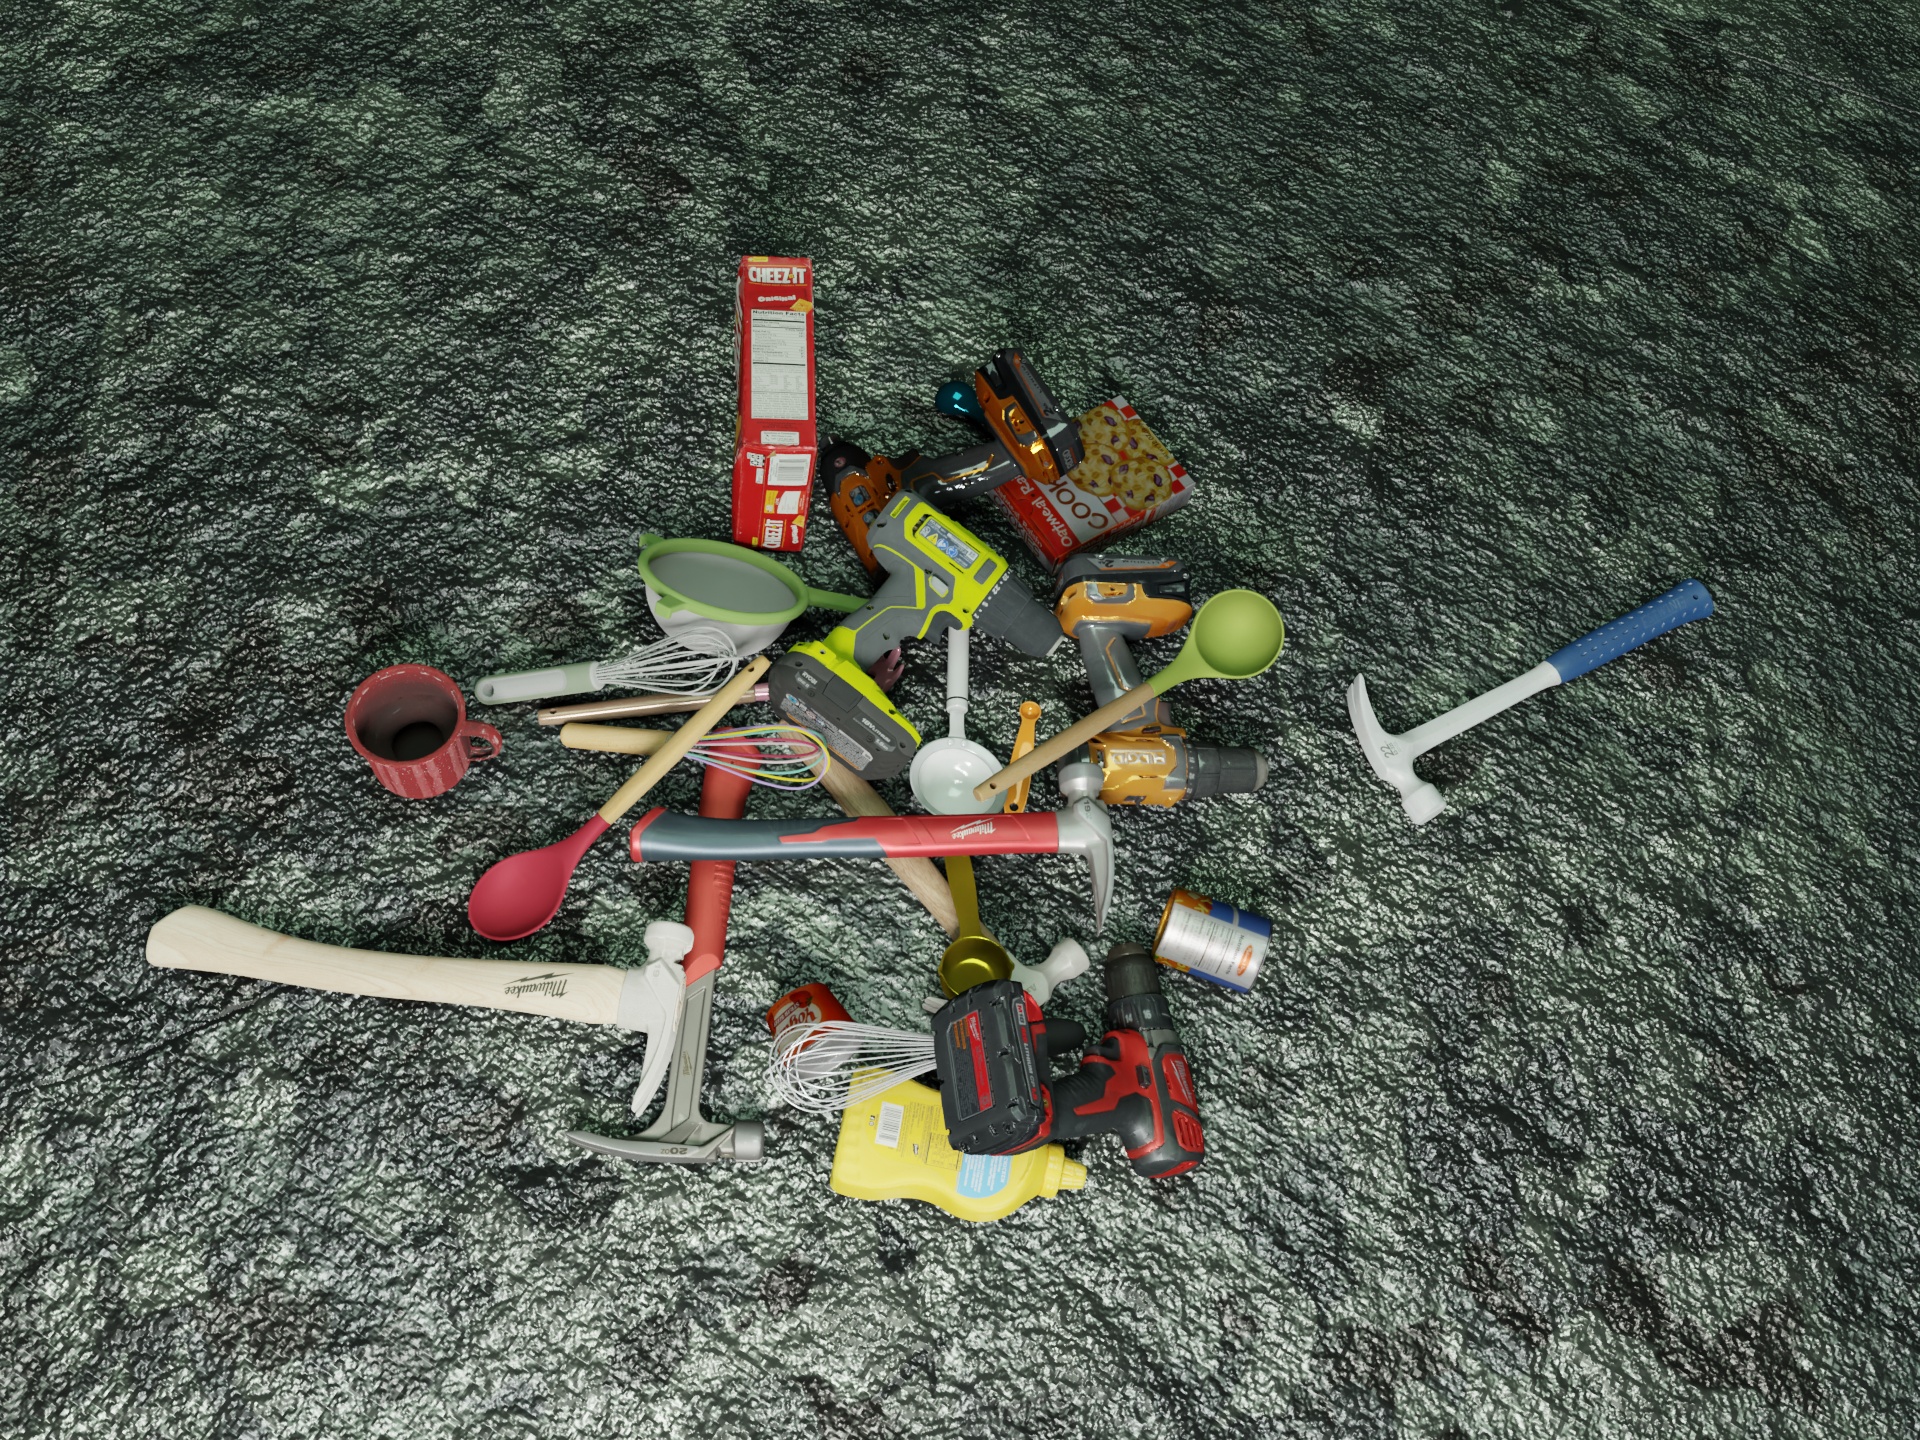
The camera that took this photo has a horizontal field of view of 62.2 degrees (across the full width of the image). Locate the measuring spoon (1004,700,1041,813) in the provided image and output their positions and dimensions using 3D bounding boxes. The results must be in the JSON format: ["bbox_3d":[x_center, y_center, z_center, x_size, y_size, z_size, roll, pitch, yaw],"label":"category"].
[{"bbox_3d":[0.054,0.037,1.403,0.021,0.011,0.117,11,66,-1],"label":"measuring spoon"}]

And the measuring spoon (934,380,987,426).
[{"bbox_3d":[0.026,-0.300,1.538,0.129,0.021,0.042,33,58,31],"label":"measuring spoon"}]

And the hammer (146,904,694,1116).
[{"bbox_3d":[-0.419,0.205,1.216,0.410,0.038,0.146,6,64,2],"label":"hammer"}]

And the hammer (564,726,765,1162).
[{"bbox_3d":[-0.216,0.172,1.282,0.149,0.036,0.359,6,63,-5],"label":"hammer"}]

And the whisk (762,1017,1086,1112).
[{"bbox_3d":[-0.020,0.254,1.221,0.284,0.070,0.070,1,61,-32],"label":"whisk"}]

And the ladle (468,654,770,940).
[{"bbox_3d":[-0.270,0.059,1.285,0.315,0.031,0.069,-44,71,-3],"label":"ladle"}]

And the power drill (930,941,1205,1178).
[{"bbox_3d":[0.089,0.251,1.219,0.226,0.080,0.188,16,53,-38],"label":"power drill"}]

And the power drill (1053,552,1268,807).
[{"bbox_3d":[0.174,-0.031,1.416,0.185,0.084,0.226,1,67,-10],"label":"power drill"}]

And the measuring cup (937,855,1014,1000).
[{"bbox_3d":[0.004,0.164,1.292,0.062,0.029,0.157,-2,51,-10],"label":"measuring cup"}]

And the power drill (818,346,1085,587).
[{"bbox_3d":[-0.018,-0.244,1.466,0.226,0.084,0.164,-32,70,2],"label":"power drill"}]

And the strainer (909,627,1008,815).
[{"bbox_3d":[-0.002,-0.004,1.391,0.087,0.050,0.259,8,63,-13],"label":"strainer"}]

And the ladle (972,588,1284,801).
[{"bbox_3d":[0.142,-0.017,1.325,0.320,0.062,0.078,-30,85,-24],"label":"ladle"}]

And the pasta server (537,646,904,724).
[{"bbox_3d":[-0.206,-0.026,1.382,0.316,0.040,0.060,-7,52,-10],"label":"pasta server"}]

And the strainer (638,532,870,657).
[{"bbox_3d":[-0.165,-0.091,1.411,0.256,0.069,0.152,9,27,-23],"label":"strainer"}]

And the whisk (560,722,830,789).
[{"bbox_3d":[-0.221,0.018,1.319,0.245,0.047,0.051,5,62,17],"label":"whisk"}]

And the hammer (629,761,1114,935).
[{"bbox_3d":[-0.070,0.108,1.280,0.386,0.038,0.143,-1,62,-5],"label":"hammer"}]

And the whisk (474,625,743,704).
[{"bbox_3d":[-0.297,-0.038,1.331,0.246,0.059,0.058,-7,91,15],"label":"whisk"}]

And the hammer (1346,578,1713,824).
[{"bbox_3d":[0.545,-0.046,1.497,0.405,0.035,0.144,-25,69,-19],"label":"hammer"}]

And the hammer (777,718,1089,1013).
[{"bbox_3d":[-0.046,0.118,1.335,0.130,0.031,0.331,-34,72,-22],"label":"hammer"}]

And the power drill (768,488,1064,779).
[{"bbox_3d":[-0.036,-0.064,1.349,0.190,0.080,0.228,38,66,-1],"label":"power drill"}]
